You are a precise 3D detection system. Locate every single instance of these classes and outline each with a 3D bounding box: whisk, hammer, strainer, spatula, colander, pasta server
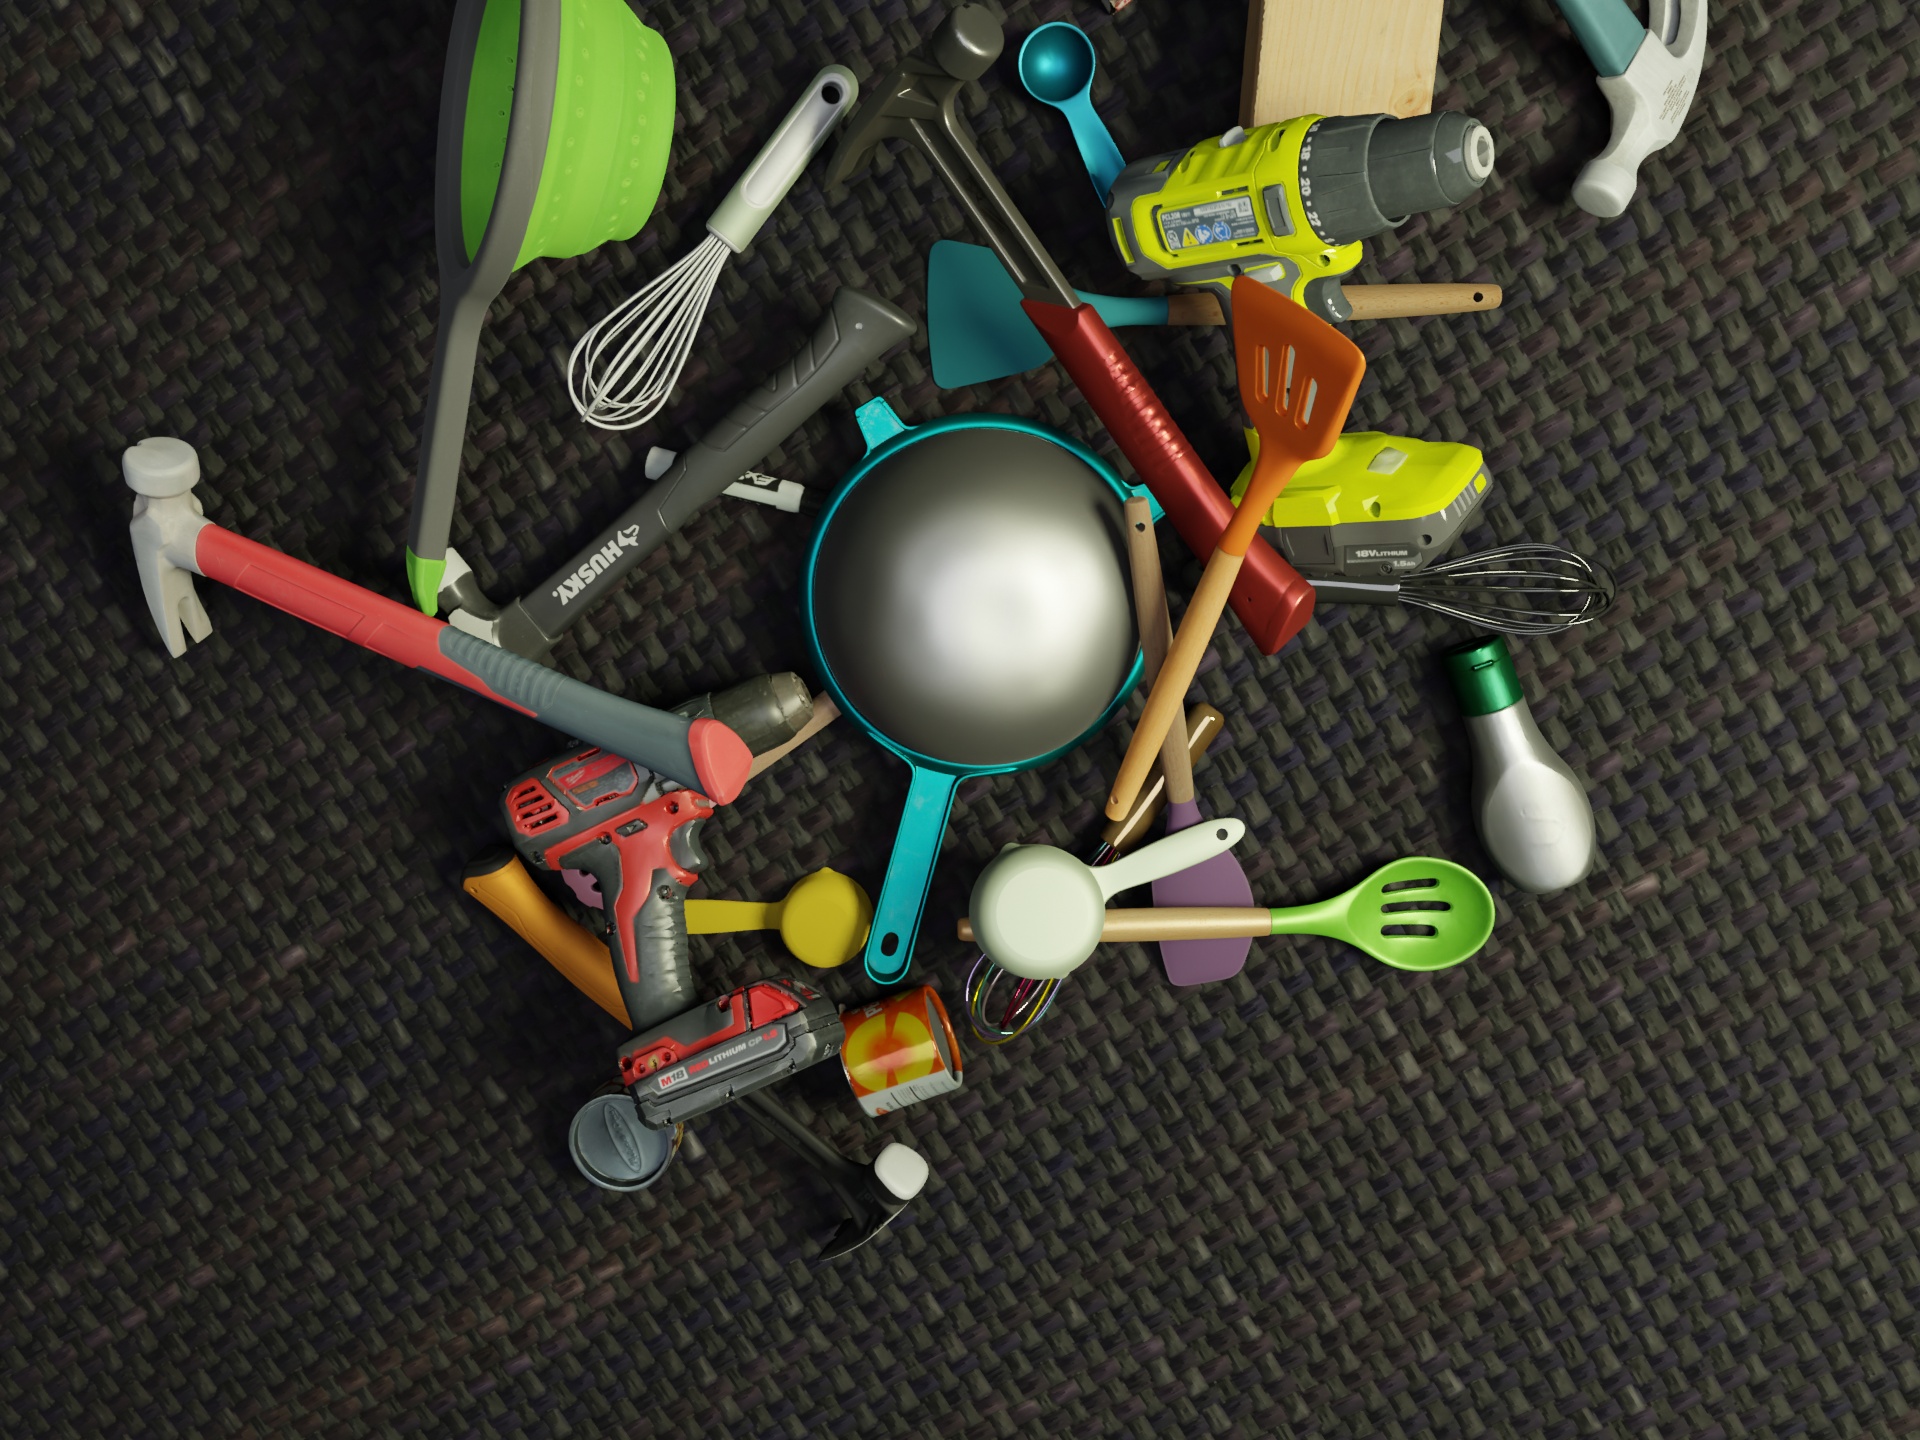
[{"bbox_3d":[0.082,0.094,0.947,0.051,0.047,0.245,33,98,-10],"label":"whisk"},{"bbox_3d":[0.246,-0.079,0.900,0.239,0.055,0.055,4,101,9],"label":"whisk"},{"bbox_3d":[-0.157,-0.124,0.906,0.334,0.035,0.146,-37,96,19],"label":"hammer"},{"bbox_3d":[-0.001,-0.003,0.889,0.211,0.095,0.340,14,98,-7],"label":"strainer"},{"bbox_3d":[-0.296,-0.030,0.892,0.386,0.038,0.143,23,133,10],"label":"hammer"},{"bbox_3d":[0.140,-0.232,0.890,0.317,0.044,0.082,-2,103,0],"label":"spatula"},{"bbox_3d":[-0.231,-0.243,0.867,0.094,0.205,0.397,4,111,-30],"label":"colander"},{"bbox_3d":[0.066,-0.186,0.843,0.037,0.149,0.359,-39,96,-34],"label":"hammer"},{"bbox_3d":[-0.138,-0.265,0.893,0.057,0.059,0.246,37,97,-15],"label":"whisk"},{"bbox_3d":[0.263,-0.399,0.762,0.330,0.033,0.128,35,84,-32],"label":"hammer"},{"bbox_3d":[0.124,0.021,0.904,0.060,0.018,0.315,-11,116,3],"label":"spatula"},{"bbox_3d":[-0.115,0.016,0.957,0.316,0.040,0.060,-36,96,6],"label":"pasta server"},{"bbox_3d":[0.124,-0.067,0.813,0.081,0.041,0.322,44,133,30],"label":"spatula"},{"bbox_3d":[-0.174,0.198,0.976,0.337,0.034,0.127,40,136,3],"label":"hammer"}]

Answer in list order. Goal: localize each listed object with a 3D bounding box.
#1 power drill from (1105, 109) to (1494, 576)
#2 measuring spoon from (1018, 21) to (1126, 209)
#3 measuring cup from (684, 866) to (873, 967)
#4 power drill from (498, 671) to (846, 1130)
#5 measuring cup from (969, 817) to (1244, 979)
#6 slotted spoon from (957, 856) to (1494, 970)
[{"bbox_3d":[0.189,-0.190,0.801,0.191,0.080,0.228,4,128,43],"label":"power drill"},{"bbox_3d":[0.072,-0.323,0.883,0.042,0.021,0.128,-27,107,8],"label":"measuring spoon"},{"bbox_3d":[-0.132,0.124,0.975,0.156,0.029,0.062,-1,101,3],"label":"measuring cup"},{"bbox_3d":[-0.141,0.095,0.902,0.188,0.080,0.227,-25,80,4],"label":"power drill"},{"bbox_3d":[0.085,0.090,0.893,0.167,0.038,0.083,-22,87,-2],"label":"measuring cup"},{"bbox_3d":[0.154,0.116,0.929,0.313,0.031,0.070,-1,100,-5],"label":"slotted spoon"}]
